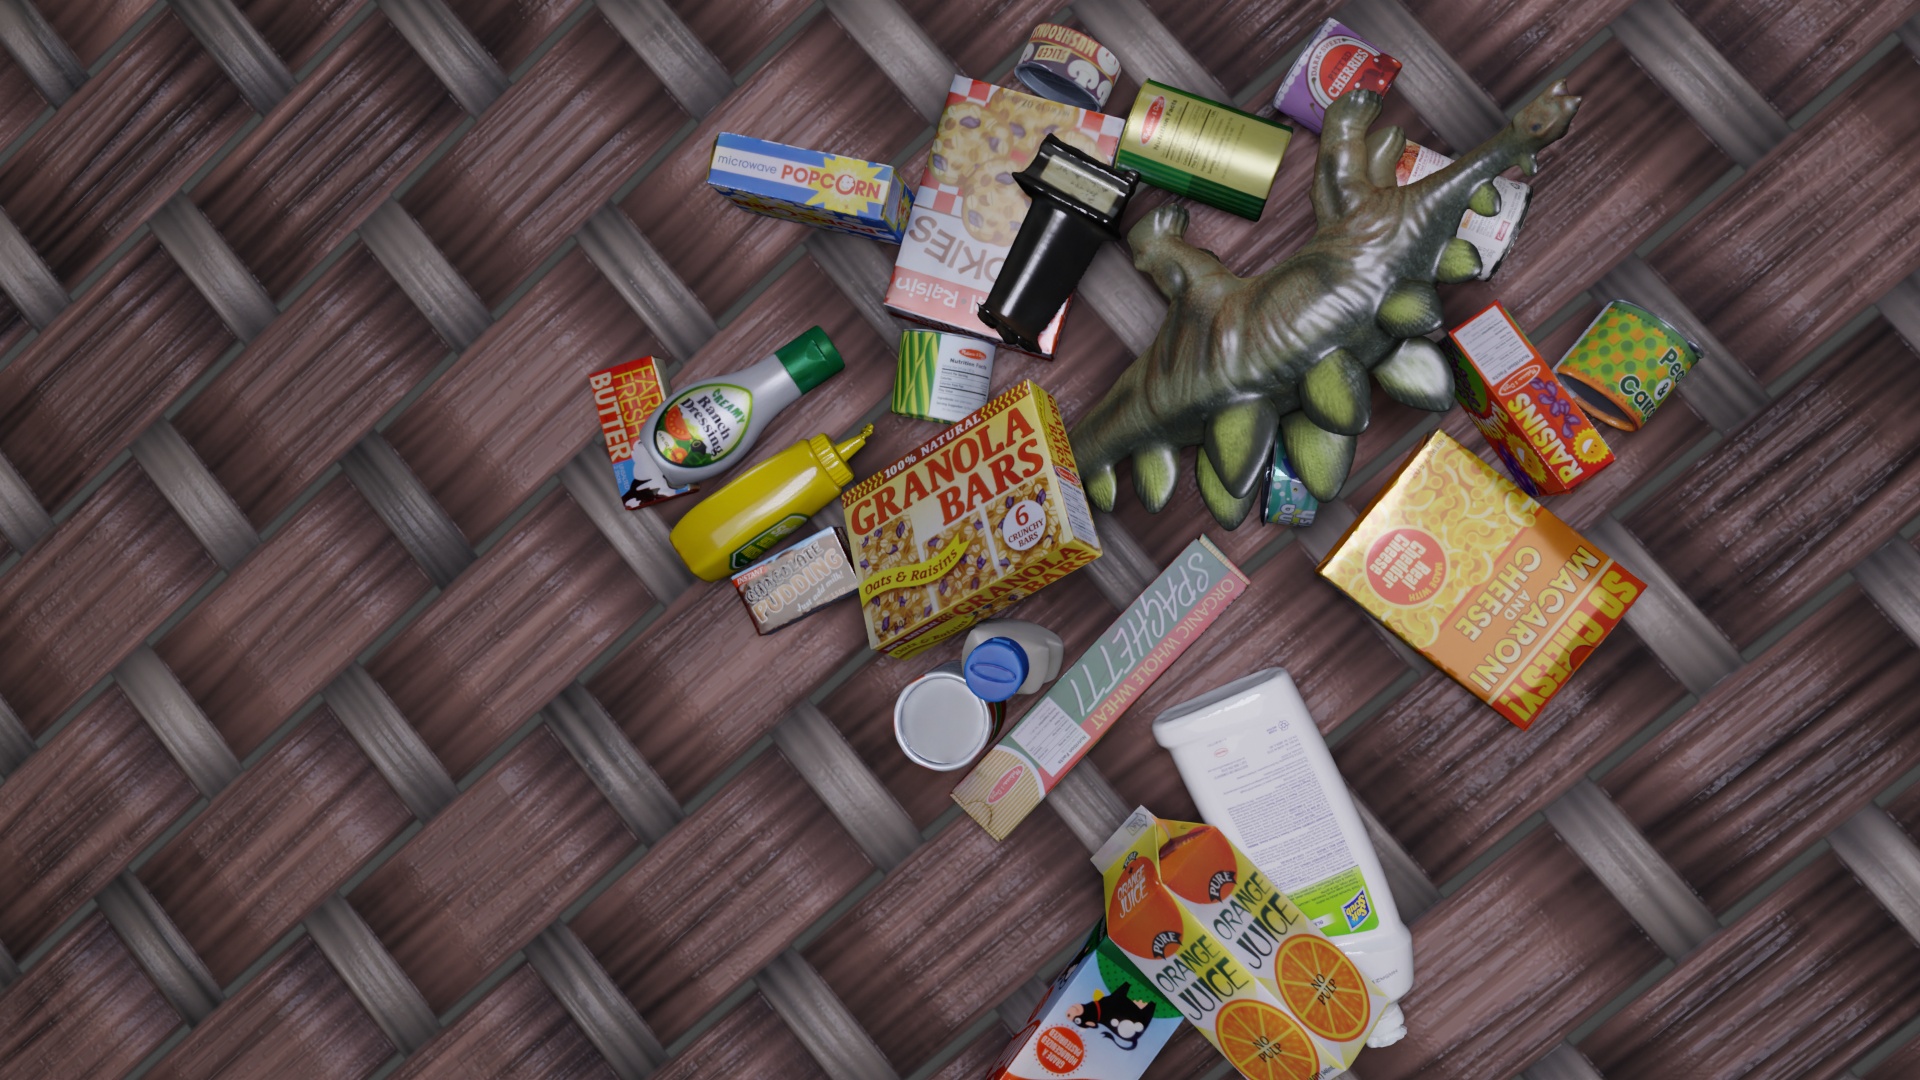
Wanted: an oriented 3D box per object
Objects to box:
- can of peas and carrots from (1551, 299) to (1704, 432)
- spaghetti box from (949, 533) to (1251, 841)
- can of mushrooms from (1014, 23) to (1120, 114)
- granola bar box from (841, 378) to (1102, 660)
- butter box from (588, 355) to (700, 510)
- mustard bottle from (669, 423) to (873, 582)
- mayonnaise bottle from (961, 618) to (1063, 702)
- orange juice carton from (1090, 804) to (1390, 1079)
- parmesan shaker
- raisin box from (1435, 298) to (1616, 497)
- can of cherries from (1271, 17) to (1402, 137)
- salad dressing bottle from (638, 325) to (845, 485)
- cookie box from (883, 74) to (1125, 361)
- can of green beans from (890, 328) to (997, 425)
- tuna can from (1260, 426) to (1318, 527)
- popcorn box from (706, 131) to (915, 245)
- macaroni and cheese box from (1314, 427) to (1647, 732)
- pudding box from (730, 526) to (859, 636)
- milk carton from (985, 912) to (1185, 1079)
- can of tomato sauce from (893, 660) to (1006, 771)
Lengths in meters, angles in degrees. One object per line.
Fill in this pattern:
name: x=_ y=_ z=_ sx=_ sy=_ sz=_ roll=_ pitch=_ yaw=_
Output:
can of peas and carrots: x=0.425 y=-0.110 z=0.888 sx=0.071 sy=0.071 sz=0.058 roll=39 pitch=96 yaw=6
spaghetti box: x=0.096 y=0.101 z=0.954 sx=0.050 sy=0.029 sz=0.250 roll=44 pitch=95 yaw=6
can of mushrooms: x=0.072 y=-0.319 z=0.939 sx=0.071 sy=0.071 sz=0.033 roll=27 pitch=92 yaw=7
granola bar box: x=0.003 y=-0.011 z=0.914 sx=0.165 sy=0.039 sz=0.124 roll=-30 pitch=58 yaw=27
butter box: x=-0.229 y=-0.078 z=1.004 sx=0.053 sy=0.024 sz=0.103 roll=-17 pitch=88 yaw=7
mustard bottle: x=-0.125 y=-0.032 z=0.970 sx=0.160 sy=0.065 sz=0.049 roll=-35 pitch=79 yaw=3
mayonnaise bottle: x=0.030 y=0.077 z=0.903 sx=0.065 sy=0.148 sz=0.041 roll=13 pitch=94 yaw=8
orange juice carton: x=0.167 y=0.256 z=0.882 sx=0.193 sy=0.073 sz=0.071 roll=44 pitch=132 yaw=13
parmesan shaker: x=0.161 y=-0.258 z=0.929 sx=0.103 sy=0.071 sz=0.071 roll=22 pitch=93 yaw=7
raisin box: x=0.355 y=-0.088 z=0.889 sx=0.040 sy=0.086 sz=0.123 roll=-35 pitch=85 yaw=5
can of cherries: x=0.248 y=-0.300 z=0.913 sx=0.058 sy=0.071 sz=0.071 roll=36 pitch=95 yaw=6
salad dressing bottle: x=-0.151 y=-0.096 z=0.972 sx=0.148 sy=0.044 sz=0.064 roll=-35 pitch=90 yaw=-6
cookie box: x=0.031 y=-0.221 z=0.961 sx=0.123 sy=0.040 sz=0.167 roll=18 pitch=91 yaw=7
can of green beans: x=-0.012 y=-0.111 z=0.952 sx=0.071 sy=0.071 sz=0.057 roll=10 pitch=92 yaw=8
tuna can: x=0.219 y=-0.040 z=0.917 sx=0.033 sy=0.071 sz=0.071 roll=7 pitch=91 yaw=8
popcorn box: x=-0.101 y=-0.241 z=0.956 sx=0.127 sy=0.085 sz=0.038 roll=14 pitch=91 yaw=8
macaroni and cheese box: x=0.339 y=0.026 z=0.914 sx=0.166 sy=0.040 sz=0.123 roll=39 pitch=96 yaw=7
pudding box: x=-0.113 y=0.028 z=0.984 sx=0.083 sy=0.030 sz=0.049 roll=-26 pitch=85 yaw=7
milk carton: x=0.073 y=0.352 z=0.934 sx=0.073 sy=0.072 sz=0.190 roll=36 pitch=95 yaw=6
can of tomato sauce: x=-0.007 y=0.119 z=0.941 sx=0.071 sy=0.083 sz=0.071 roll=0 pitch=90 yaw=8
